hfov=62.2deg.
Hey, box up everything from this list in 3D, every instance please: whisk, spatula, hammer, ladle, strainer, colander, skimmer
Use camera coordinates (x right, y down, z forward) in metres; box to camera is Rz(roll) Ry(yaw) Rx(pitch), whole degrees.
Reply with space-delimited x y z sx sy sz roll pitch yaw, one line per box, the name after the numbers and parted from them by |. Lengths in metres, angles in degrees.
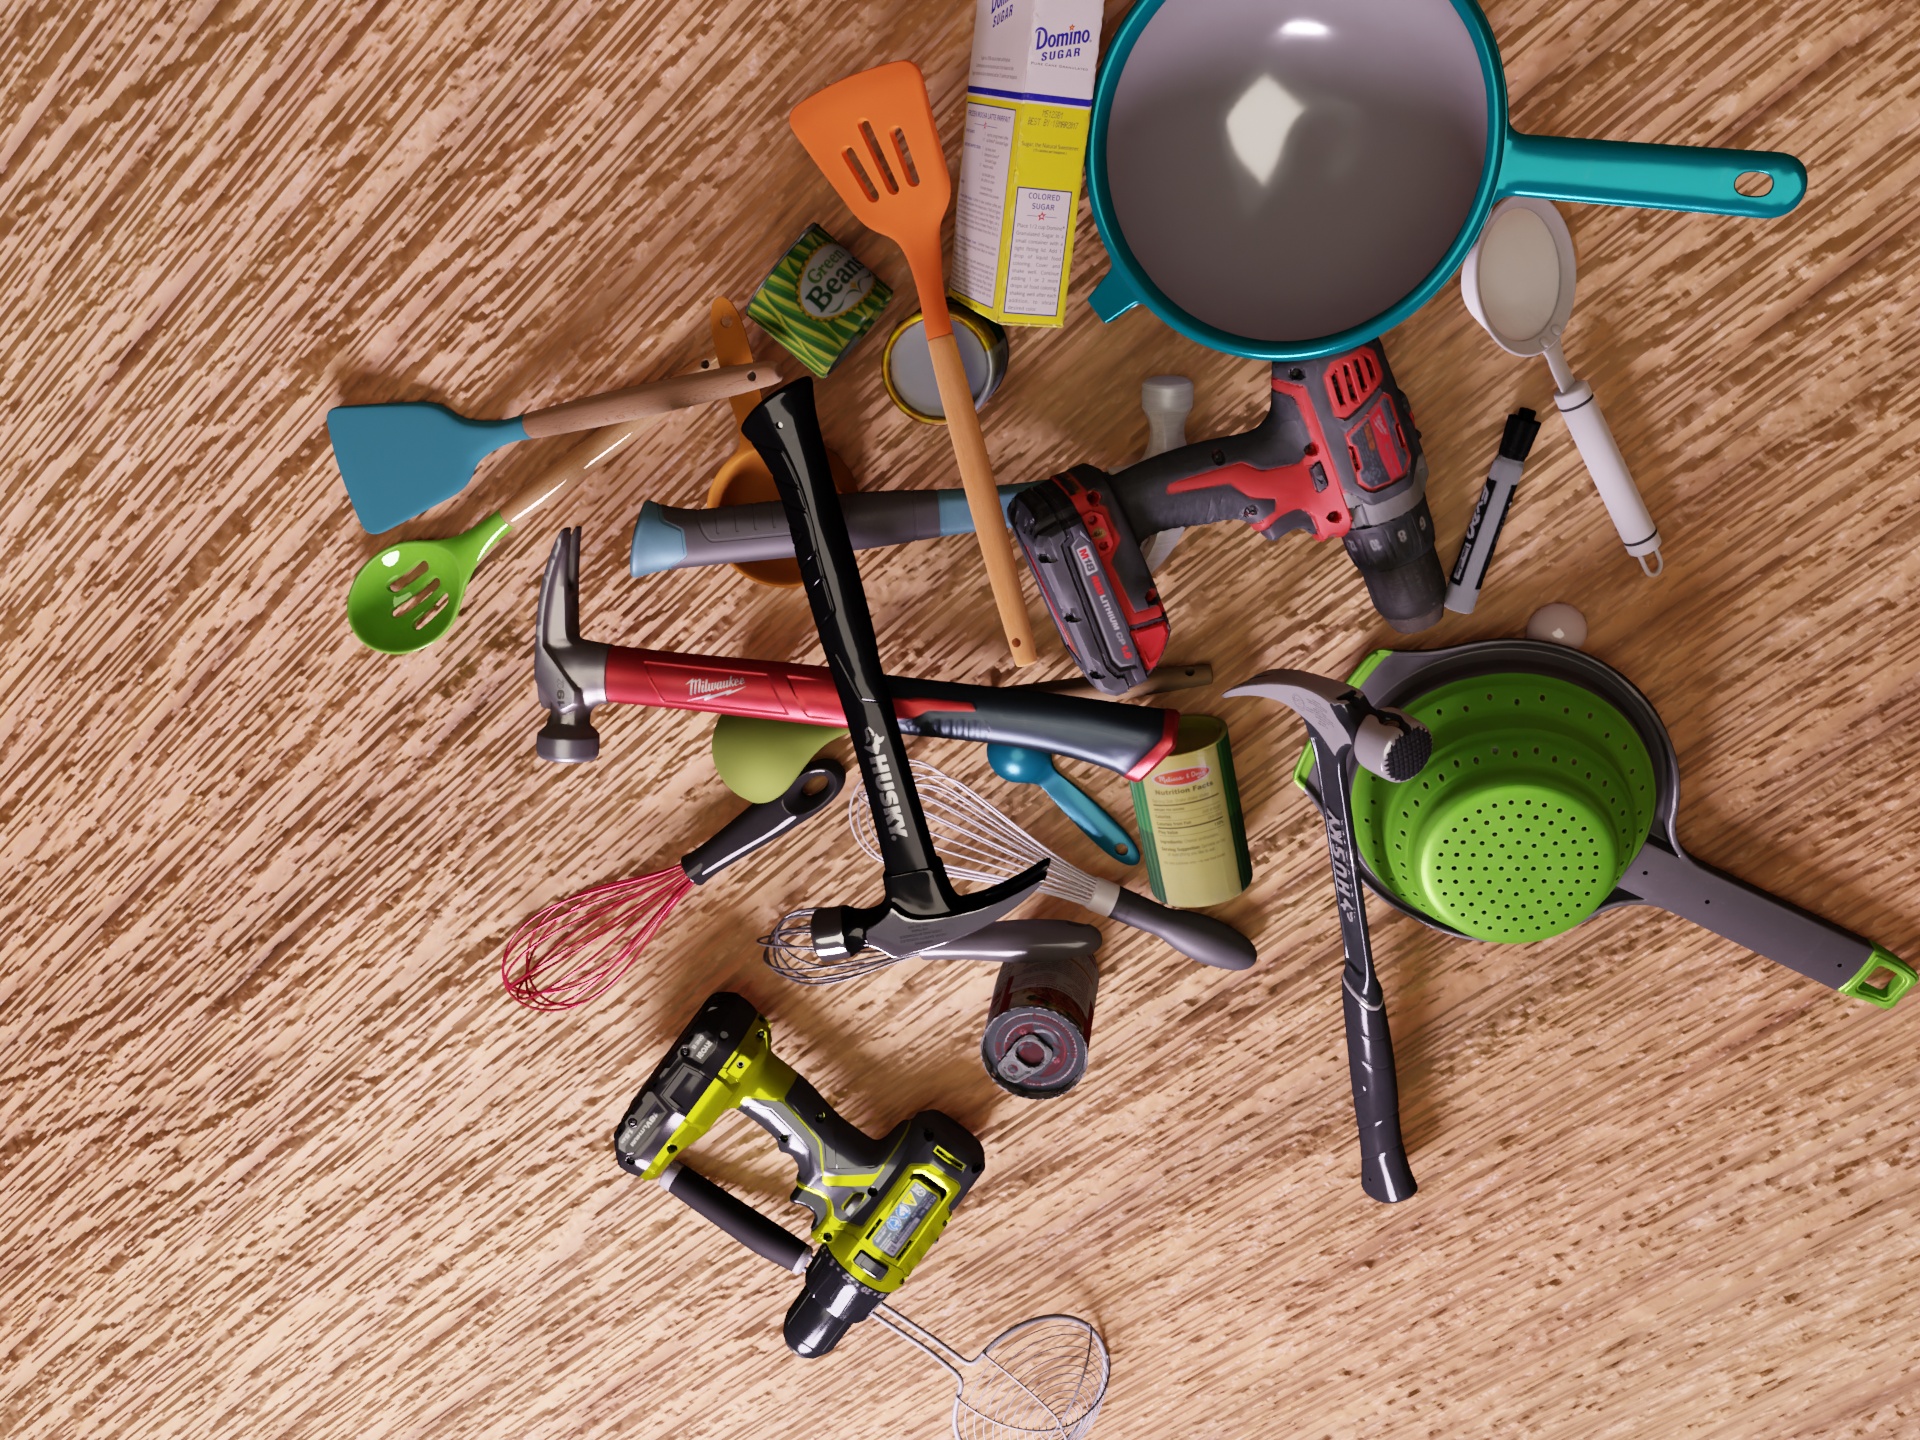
-0.024 0.145 1.041 0.239 0.055 0.055 -4 110 19 | whisk
-0.245 -0.178 0.954 0.317 0.044 0.082 -6 106 28 | spatula
0.241 0.147 0.980 0.036 0.149 0.408 -26 122 -18 | hammer
-0.002 -0.003 1.002 0.320 0.078 0.062 -7 153 4 | ladle
0.235 -0.283 0.798 0.340 0.095 0.211 13 112 21 | strainer
-0.196 0.111 1.074 0.296 0.073 0.073 -34 102 14 | whisk
-0.027 -0.120 0.920 0.331 0.033 0.128 -6 113 -5 | hammer
-0.052 -0.026 0.897 0.146 0.035 0.334 -12 105 12 | hammer
-0.009 -0.183 0.861 0.081 0.041 0.322 -11 99 28 | spatula
0.062 0.102 1.027 0.284 0.070 0.070 23 113 -4 | whisk
0.393 0.097 0.935 0.397 0.094 0.204 25 118 -2 | colander
-0.059 0.426 1.180 0.363 0.090 0.127 30 93 9 | skimmer
0.331 -0.185 0.874 0.087 0.050 0.258 -42 110 -23 | strainer
-0.063 -0.028 0.942 0.386 0.038 0.143 6 101 7 | hammer

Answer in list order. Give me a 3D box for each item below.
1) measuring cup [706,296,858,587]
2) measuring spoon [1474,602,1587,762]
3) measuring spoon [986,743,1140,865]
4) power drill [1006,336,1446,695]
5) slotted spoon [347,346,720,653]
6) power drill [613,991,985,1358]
-0.114 -0.168 0.953 0.095 0.052 0.173 -10 107 13 | measuring cup
0.338 -0.011 0.951 0.034 0.018 0.124 20 113 1 | measuring spoon
0.068 0.052 1.020 0.128 0.021 0.042 43 112 -6 | measuring spoon
0.161 -0.098 0.898 0.226 0.080 0.187 -26 114 0 | power drill
-0.265 -0.140 1.002 0.313 0.031 0.070 -32 87 17 | slotted spoon
-0.123 0.316 1.105 0.228 0.080 0.190 37 92 -5 | power drill
